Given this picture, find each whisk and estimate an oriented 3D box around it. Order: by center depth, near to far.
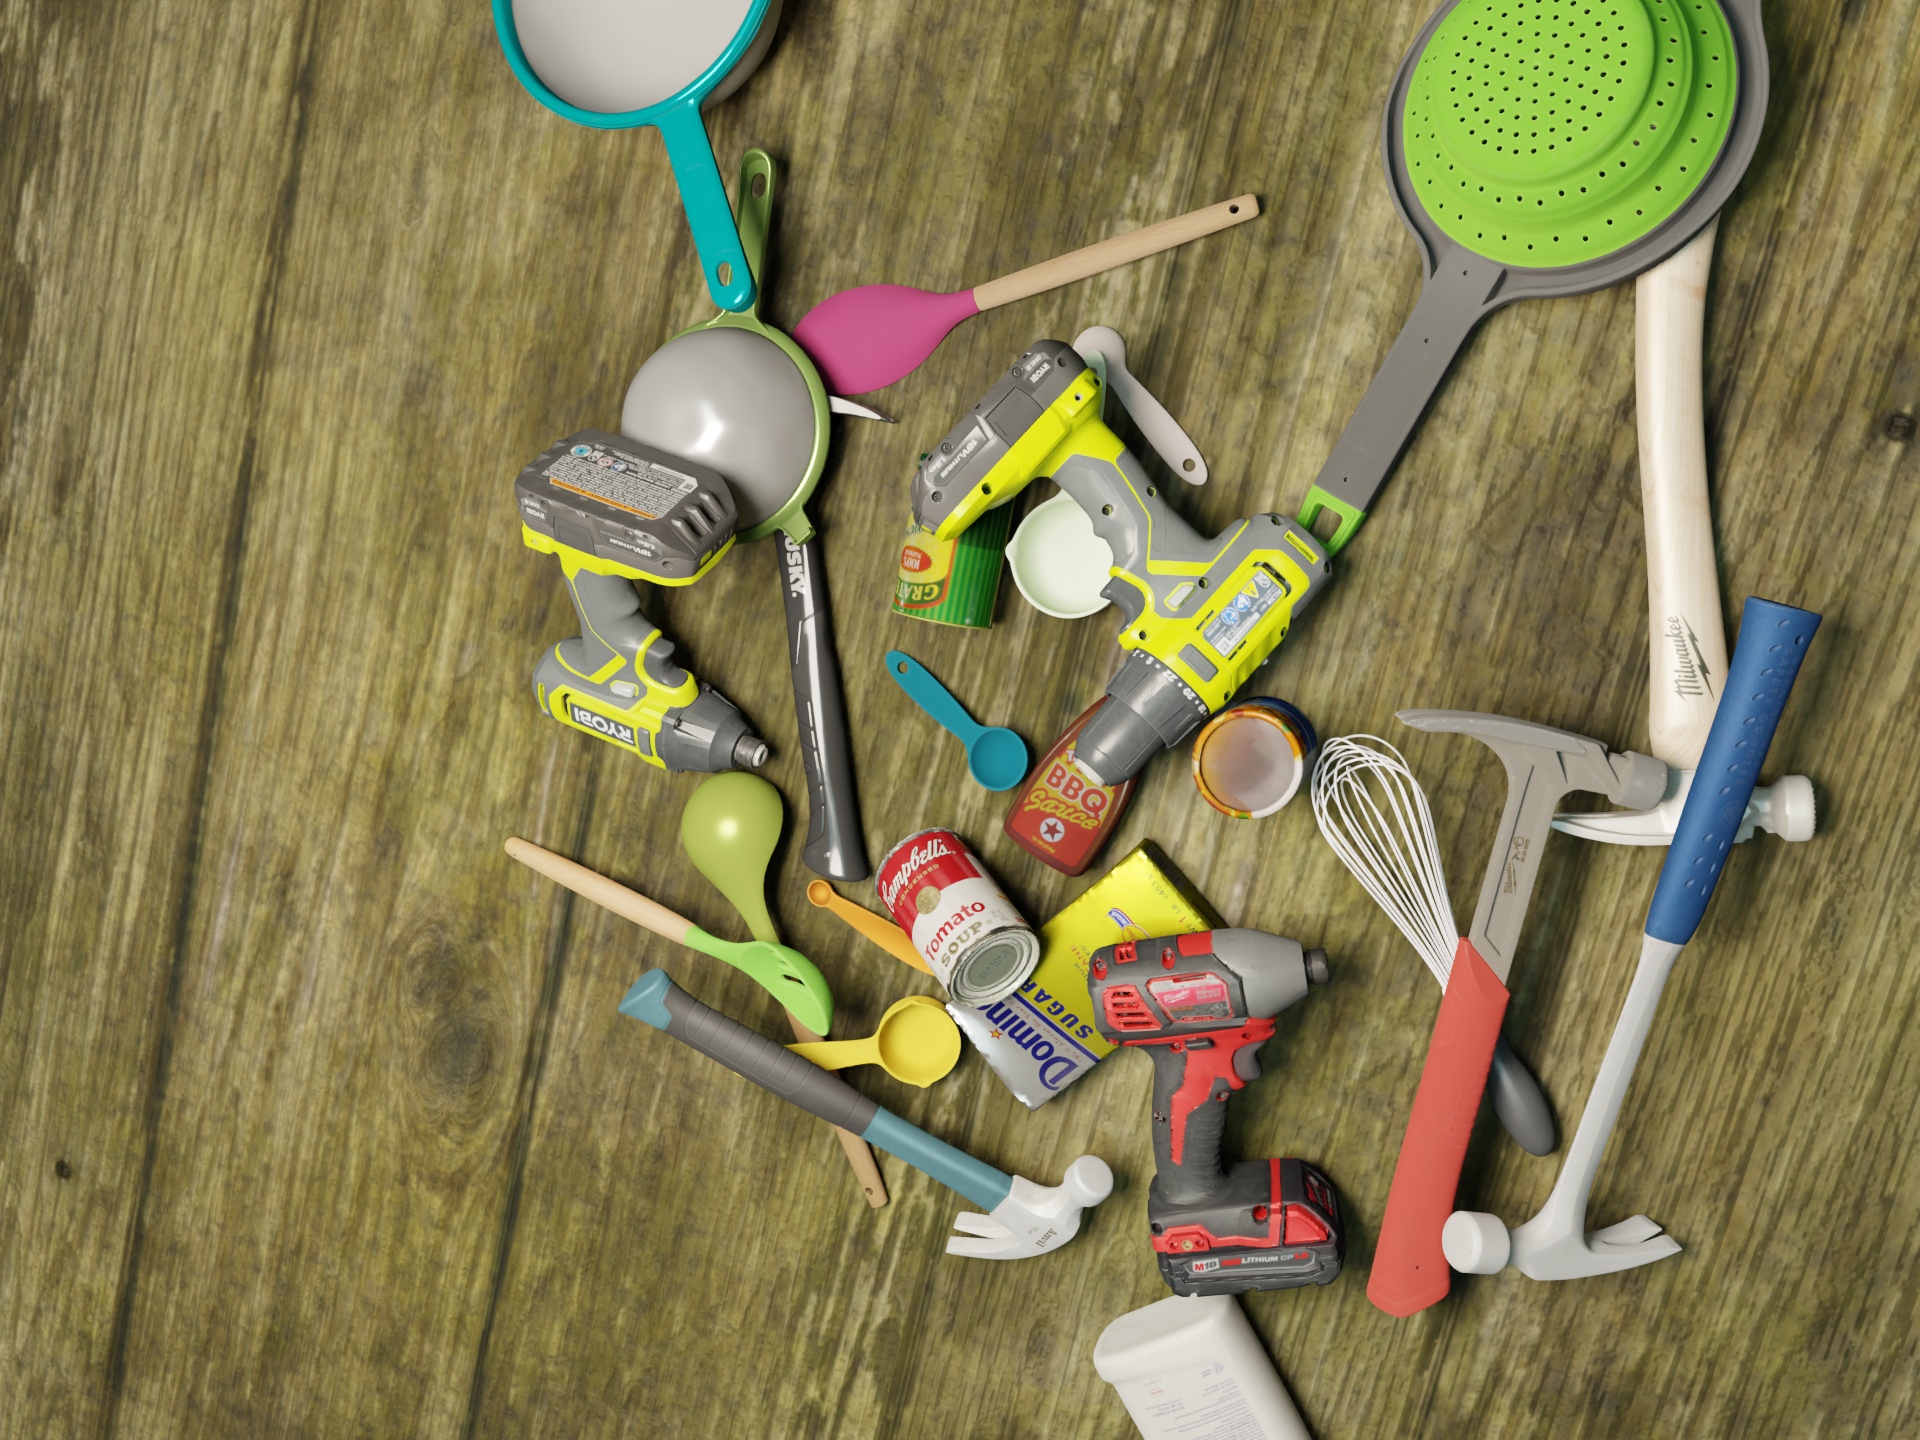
[{"bbox_3d":[0.290,0.137,0.959,0.070,0.070,0.284,-27,91,18],"label":"whisk"}]

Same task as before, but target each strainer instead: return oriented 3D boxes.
[{"bbox_3d":[-0.171,-0.413,1.018,0.211,0.095,0.340,-19,84,20],"label":"strainer"},{"bbox_3d":[-0.156,-0.241,1.020,0.151,0.069,0.256,11,97,18],"label":"strainer"}]

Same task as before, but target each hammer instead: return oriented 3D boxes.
[{"bbox_3d":[0.393,0.131,0.886,0.144,0.035,0.405,10,104,-19],"label":"hammer"},{"bbox_3d":[0.398,-0.133,0.907,0.146,0.038,0.410,-3,94,19],"label":"hammer"},{"bbox_3d":[0.286,0.175,0.923,0.149,0.037,0.359,13,101,3],"label":"hammer"},{"bbox_3d":[-0.071,0.254,1.040,0.331,0.033,0.128,30,129,-3],"label":"hammer"},{"bbox_3d":[-0.097,-0.056,1.072,0.146,0.035,0.335,-6,94,19],"label":"hammer"}]

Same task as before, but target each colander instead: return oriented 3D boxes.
[{"bbox_3d":[0.284,-0.270,0.883,0.205,0.094,0.397,36,110,24],"label":"colander"}]

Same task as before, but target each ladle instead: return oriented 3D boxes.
[{"bbox_3d":[-0.111,0.187,1.104,0.078,0.062,0.320,-19,96,25],"label":"ladle"}]

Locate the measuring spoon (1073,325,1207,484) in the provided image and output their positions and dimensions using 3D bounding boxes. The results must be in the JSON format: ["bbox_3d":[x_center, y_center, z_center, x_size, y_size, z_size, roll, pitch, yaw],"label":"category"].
[{"bbox_3d":[0.114,-0.197,0.999,0.034,0.018,0.124,-40,84,17],"label":"measuring spoon"}]

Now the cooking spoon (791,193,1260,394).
[{"bbox_3d":[0.034,-0.278,1.016,0.319,0.017,0.069,-14,92,19],"label":"cooking spoon"}]

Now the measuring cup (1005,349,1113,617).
[{"bbox_3d":[0.078,-0.148,1.007,0.083,0.038,0.167,7,94,15],"label":"measuring cup"}]

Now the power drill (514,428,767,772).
[{"bbox_3d":[-0.205,-0.064,1.038,0.171,0.080,0.223,21,137,16],"label":"power drill"}]

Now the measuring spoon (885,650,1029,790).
[{"bbox_3d":[-0.002,-0.003,1.060,0.129,0.021,0.042,44,107,19],"label":"measuring spoon"}]

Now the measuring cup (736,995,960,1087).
[{"bbox_3d":[-0.077,0.221,1.078,0.156,0.029,0.062,-8,100,4],"label":"measuring cup"}]

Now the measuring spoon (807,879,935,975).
[{"bbox_3d":[-0.054,0.143,1.093,0.117,0.011,0.021,30,112,9],"label":"measuring spoon"}]

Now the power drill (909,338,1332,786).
[{"bbox_3d":[0.081,-0.092,0.943,0.228,0.080,0.190,43,87,-3],"label":"power drill"}]

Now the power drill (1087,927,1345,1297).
[{"bbox_3d":[0.166,0.231,0.970,0.143,0.078,0.219,-10,103,12],"label":"power drill"}]

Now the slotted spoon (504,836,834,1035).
[{"bbox_3d":[-0.204,0.137,1.095,0.314,0.031,0.070,20,139,30],"label":"slotted spoon"}]
